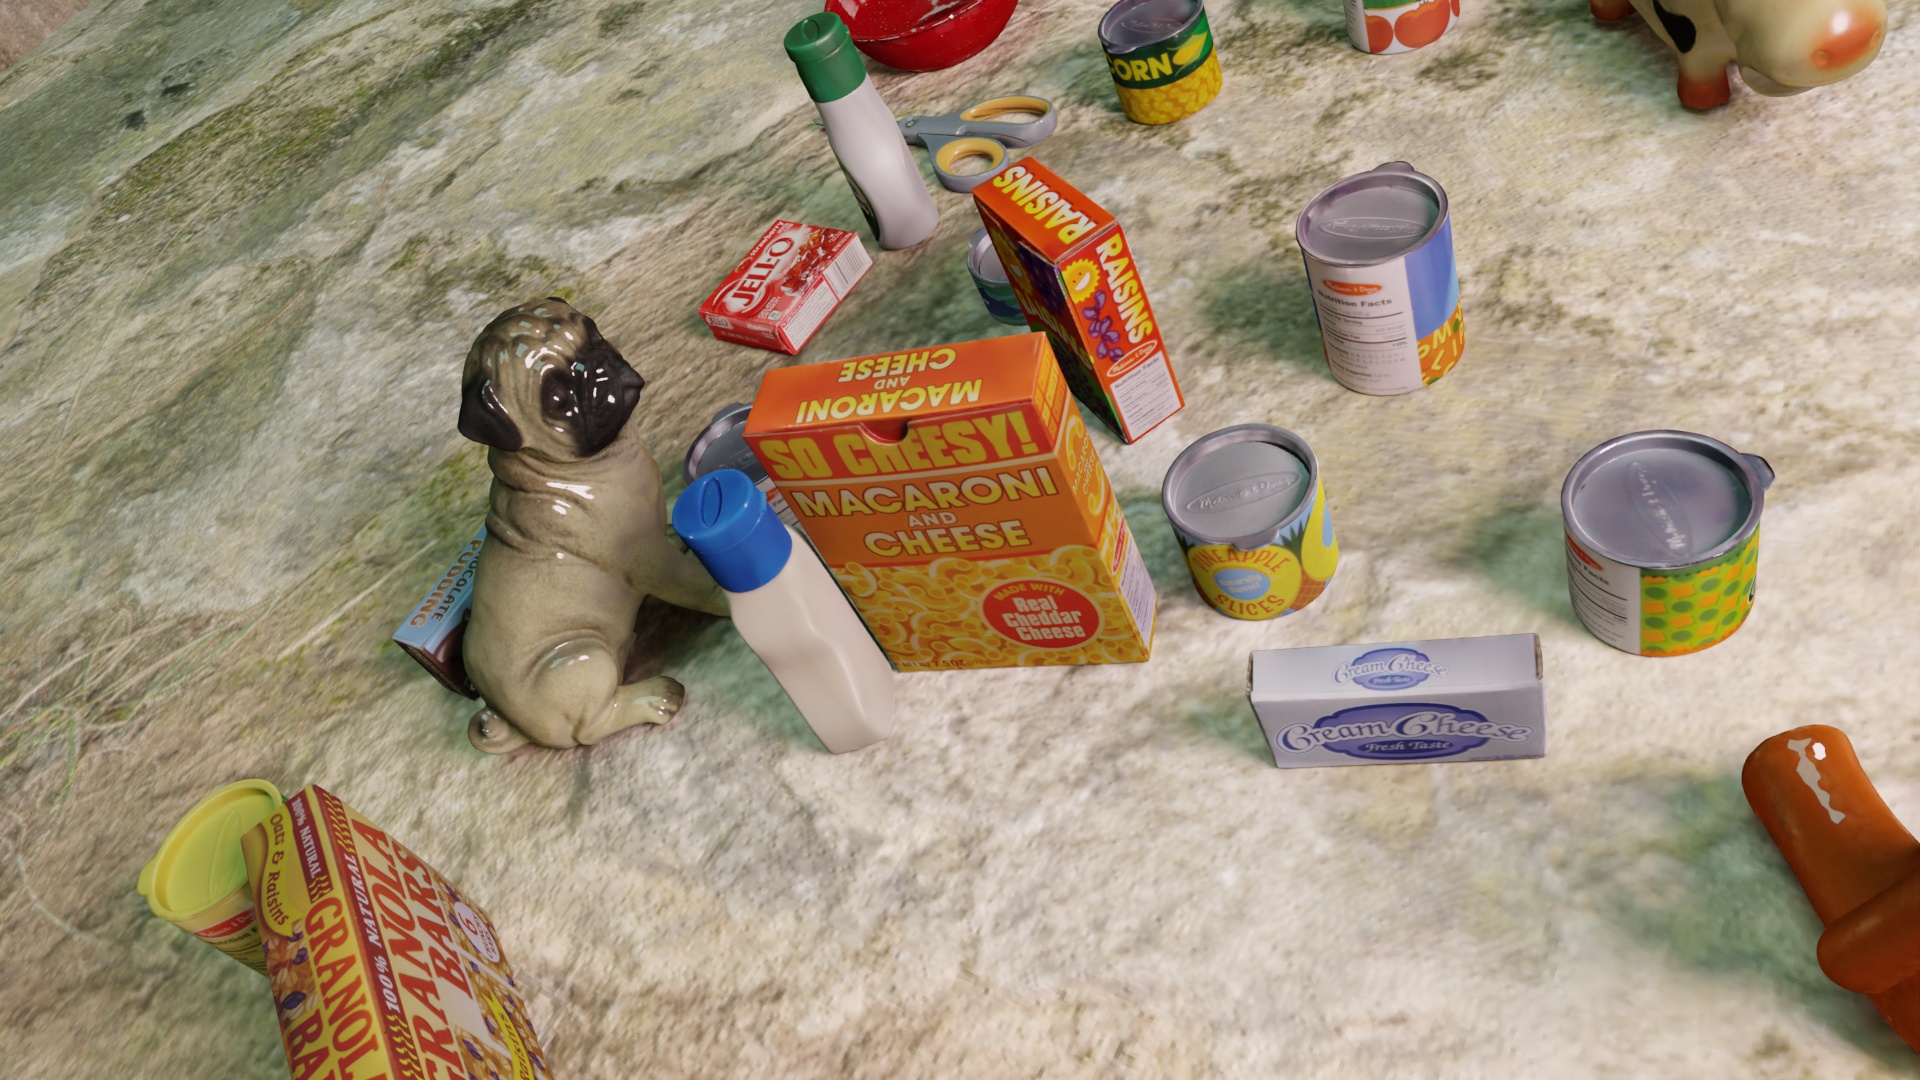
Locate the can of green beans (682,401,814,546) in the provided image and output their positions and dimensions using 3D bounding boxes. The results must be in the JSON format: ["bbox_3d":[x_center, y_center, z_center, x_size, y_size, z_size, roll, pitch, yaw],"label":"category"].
[{"bbox_3d":[-0.103,-0.030,0.733,0.071,0.057,0.071,-14,46,15],"label":"can of green beans"}]

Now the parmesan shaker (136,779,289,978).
[{"bbox_3d":[-0.302,0.163,0.626,0.071,0.102,0.072,-14,46,15],"label":"parmesan shaker"}]

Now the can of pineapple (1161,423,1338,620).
[{"bbox_3d":[0.125,-0.006,0.598,0.071,0.057,0.071,-14,46,15],"label":"can of pineapple"}]

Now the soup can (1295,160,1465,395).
[{"bbox_3d":[0.198,-0.121,0.647,0.071,0.083,0.072,-14,46,15],"label":"soup can"}]

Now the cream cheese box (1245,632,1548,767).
[{"bbox_3d":[0.164,0.062,0.522,0.104,0.053,0.024,-6,49,22],"label":"cream cheese box"}]

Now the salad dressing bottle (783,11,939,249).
[{"bbox_3d":[-0.059,-0.246,0.840,0.044,0.147,0.064,-25,45,5],"label":"salad dressing bottle"}]

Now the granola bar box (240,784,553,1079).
[{"bbox_3d":[-0.214,0.187,0.546,0.039,0.123,0.166,-37,45,-8],"label":"granola bar box"}]

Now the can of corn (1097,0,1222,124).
[{"bbox_3d":[0.123,-0.300,0.862,0.071,0.058,0.071,-14,46,15],"label":"can of corn"}]

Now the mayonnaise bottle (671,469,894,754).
[{"bbox_3d":[-0.073,0.030,0.600,0.041,0.147,0.065,-20,45,10],"label":"mayonnaise bottle"}]

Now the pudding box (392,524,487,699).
[{"bbox_3d":[-0.261,0.037,0.756,0.030,0.049,0.084,11,57,33],"label":"pudding box"}]

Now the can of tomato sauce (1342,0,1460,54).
[{"bbox_3d":[0.257,-0.340,0.814,0.071,0.082,0.071,-14,46,15],"label":"can of tomato sauce"}]

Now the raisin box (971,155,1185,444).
[{"bbox_3d":[0.058,-0.118,0.685,0.040,0.123,0.086,-34,45,-4],"label":"raisin box"}]

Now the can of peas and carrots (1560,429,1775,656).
[{"bbox_3d":[0.265,0.001,0.522,0.071,0.058,0.071,-14,46,15],"label":"can of peas and carrots"}]

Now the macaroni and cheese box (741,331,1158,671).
[{"bbox_3d":[0.002,-0.007,0.583,0.123,0.165,0.040,-5,49,23],"label":"macaroni and cheese box"}]

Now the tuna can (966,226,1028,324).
[{"bbox_3d":[0.038,-0.157,0.795,0.071,0.032,0.071,-14,46,15],"label":"tuna can"}]
